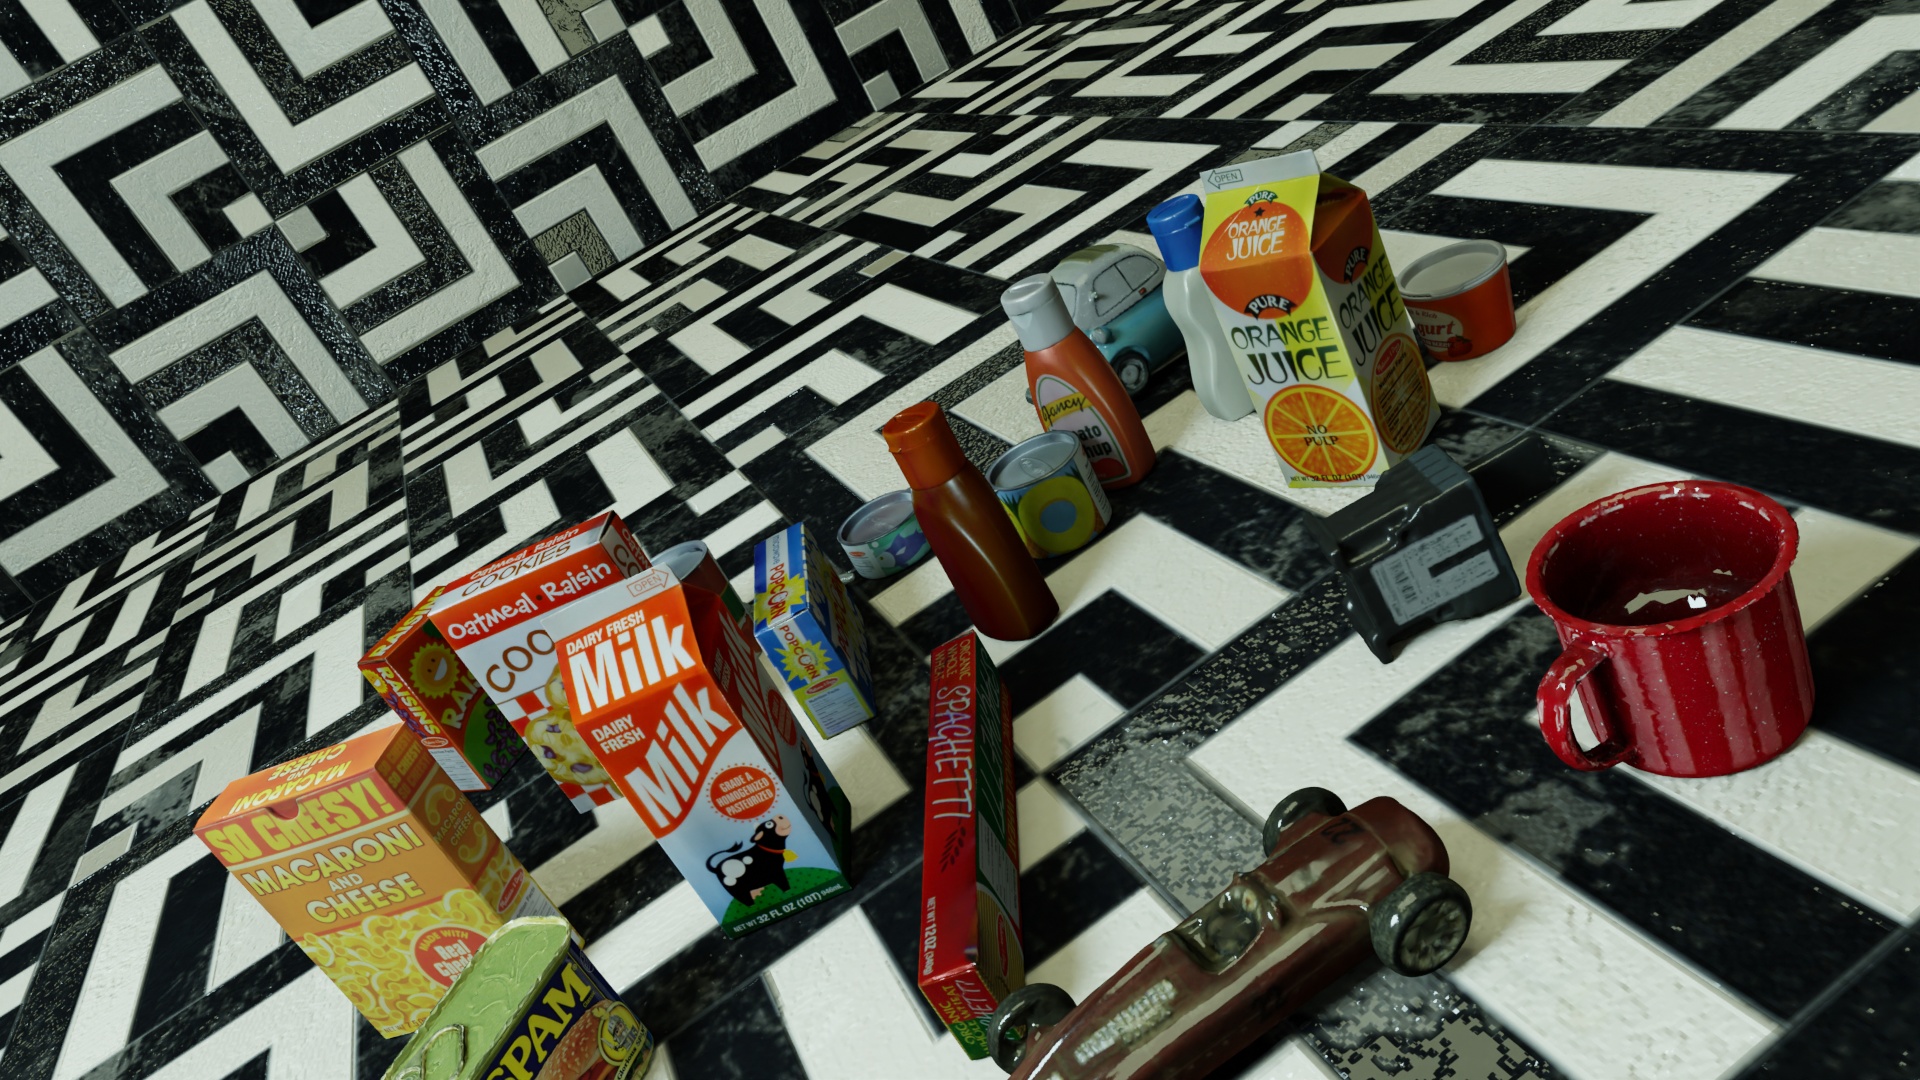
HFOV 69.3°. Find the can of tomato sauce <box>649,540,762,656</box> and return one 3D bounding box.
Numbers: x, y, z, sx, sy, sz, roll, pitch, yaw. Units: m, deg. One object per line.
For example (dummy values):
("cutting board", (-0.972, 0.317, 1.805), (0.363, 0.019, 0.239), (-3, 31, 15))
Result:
("can of tomato sauce", (-0.184, 0.053, 0.956), (0.071, 0.083, 0.071), (-23, 26, 12))

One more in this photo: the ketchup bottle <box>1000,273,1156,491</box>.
("ketchup bottle", (0.073, -0.103, 0.911), (0.064, 0.148, 0.044), (-5, 34, 40))

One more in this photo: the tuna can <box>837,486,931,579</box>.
("tuna can", (-0.050, -0.006, 0.990), (0.071, 0.032, 0.071), (-23, 26, 12))

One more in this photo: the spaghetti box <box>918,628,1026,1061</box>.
("spaghetti box", (0.006, 0.131, 0.663), (0.028, 0.050, 0.251), (-23, 26, 12))

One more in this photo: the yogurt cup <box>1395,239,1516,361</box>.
("yogurt cup", (0.312, -0.148, 0.867), (0.072, 0.053, 0.073), (-23, 26, 12))

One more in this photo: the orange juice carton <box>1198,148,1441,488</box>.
("orange juice carton", (0.198, -0.127, 0.782), (0.071, 0.192, 0.073), (0, 37, 45))

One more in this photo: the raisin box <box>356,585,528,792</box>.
("raisin box", (-0.353, 0.104, 0.984), (0.040, 0.123, 0.086), (-9, 32, 36))

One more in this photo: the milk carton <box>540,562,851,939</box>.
("milk carton", (-0.128, 0.099, 0.692), (0.072, 0.190, 0.074), (-25, 26, 7))

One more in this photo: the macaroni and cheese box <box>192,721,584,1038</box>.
("macaroni and cheese box", (-0.298, 0.184, 0.733), (0.123, 0.166, 0.040), (-20, 27, 18))

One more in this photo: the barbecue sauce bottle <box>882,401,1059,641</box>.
("barbecue sauce bottle", (0.003, -0.010, 0.811), (0.044, 0.148, 0.065), (-42, 28, -25))

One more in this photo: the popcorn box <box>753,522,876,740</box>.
("popcorn box", (-0.092, 0.053, 0.862), (0.038, 0.085, 0.127), (-27, 26, 4))

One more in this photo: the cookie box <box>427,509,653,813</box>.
("cookie box", (-0.224, 0.077, 0.855), (0.123, 0.167, 0.040), (-23, 26, 13))

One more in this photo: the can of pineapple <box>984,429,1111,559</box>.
("can of pineapple", (0.056, -0.029, 0.898), (0.071, 0.057, 0.071), (-23, 26, 12))

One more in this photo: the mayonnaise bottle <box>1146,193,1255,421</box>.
("mayonnaise bottle", (0.167, -0.154, 0.915), (0.065, 0.147, 0.041), (-34, 26, -12))
